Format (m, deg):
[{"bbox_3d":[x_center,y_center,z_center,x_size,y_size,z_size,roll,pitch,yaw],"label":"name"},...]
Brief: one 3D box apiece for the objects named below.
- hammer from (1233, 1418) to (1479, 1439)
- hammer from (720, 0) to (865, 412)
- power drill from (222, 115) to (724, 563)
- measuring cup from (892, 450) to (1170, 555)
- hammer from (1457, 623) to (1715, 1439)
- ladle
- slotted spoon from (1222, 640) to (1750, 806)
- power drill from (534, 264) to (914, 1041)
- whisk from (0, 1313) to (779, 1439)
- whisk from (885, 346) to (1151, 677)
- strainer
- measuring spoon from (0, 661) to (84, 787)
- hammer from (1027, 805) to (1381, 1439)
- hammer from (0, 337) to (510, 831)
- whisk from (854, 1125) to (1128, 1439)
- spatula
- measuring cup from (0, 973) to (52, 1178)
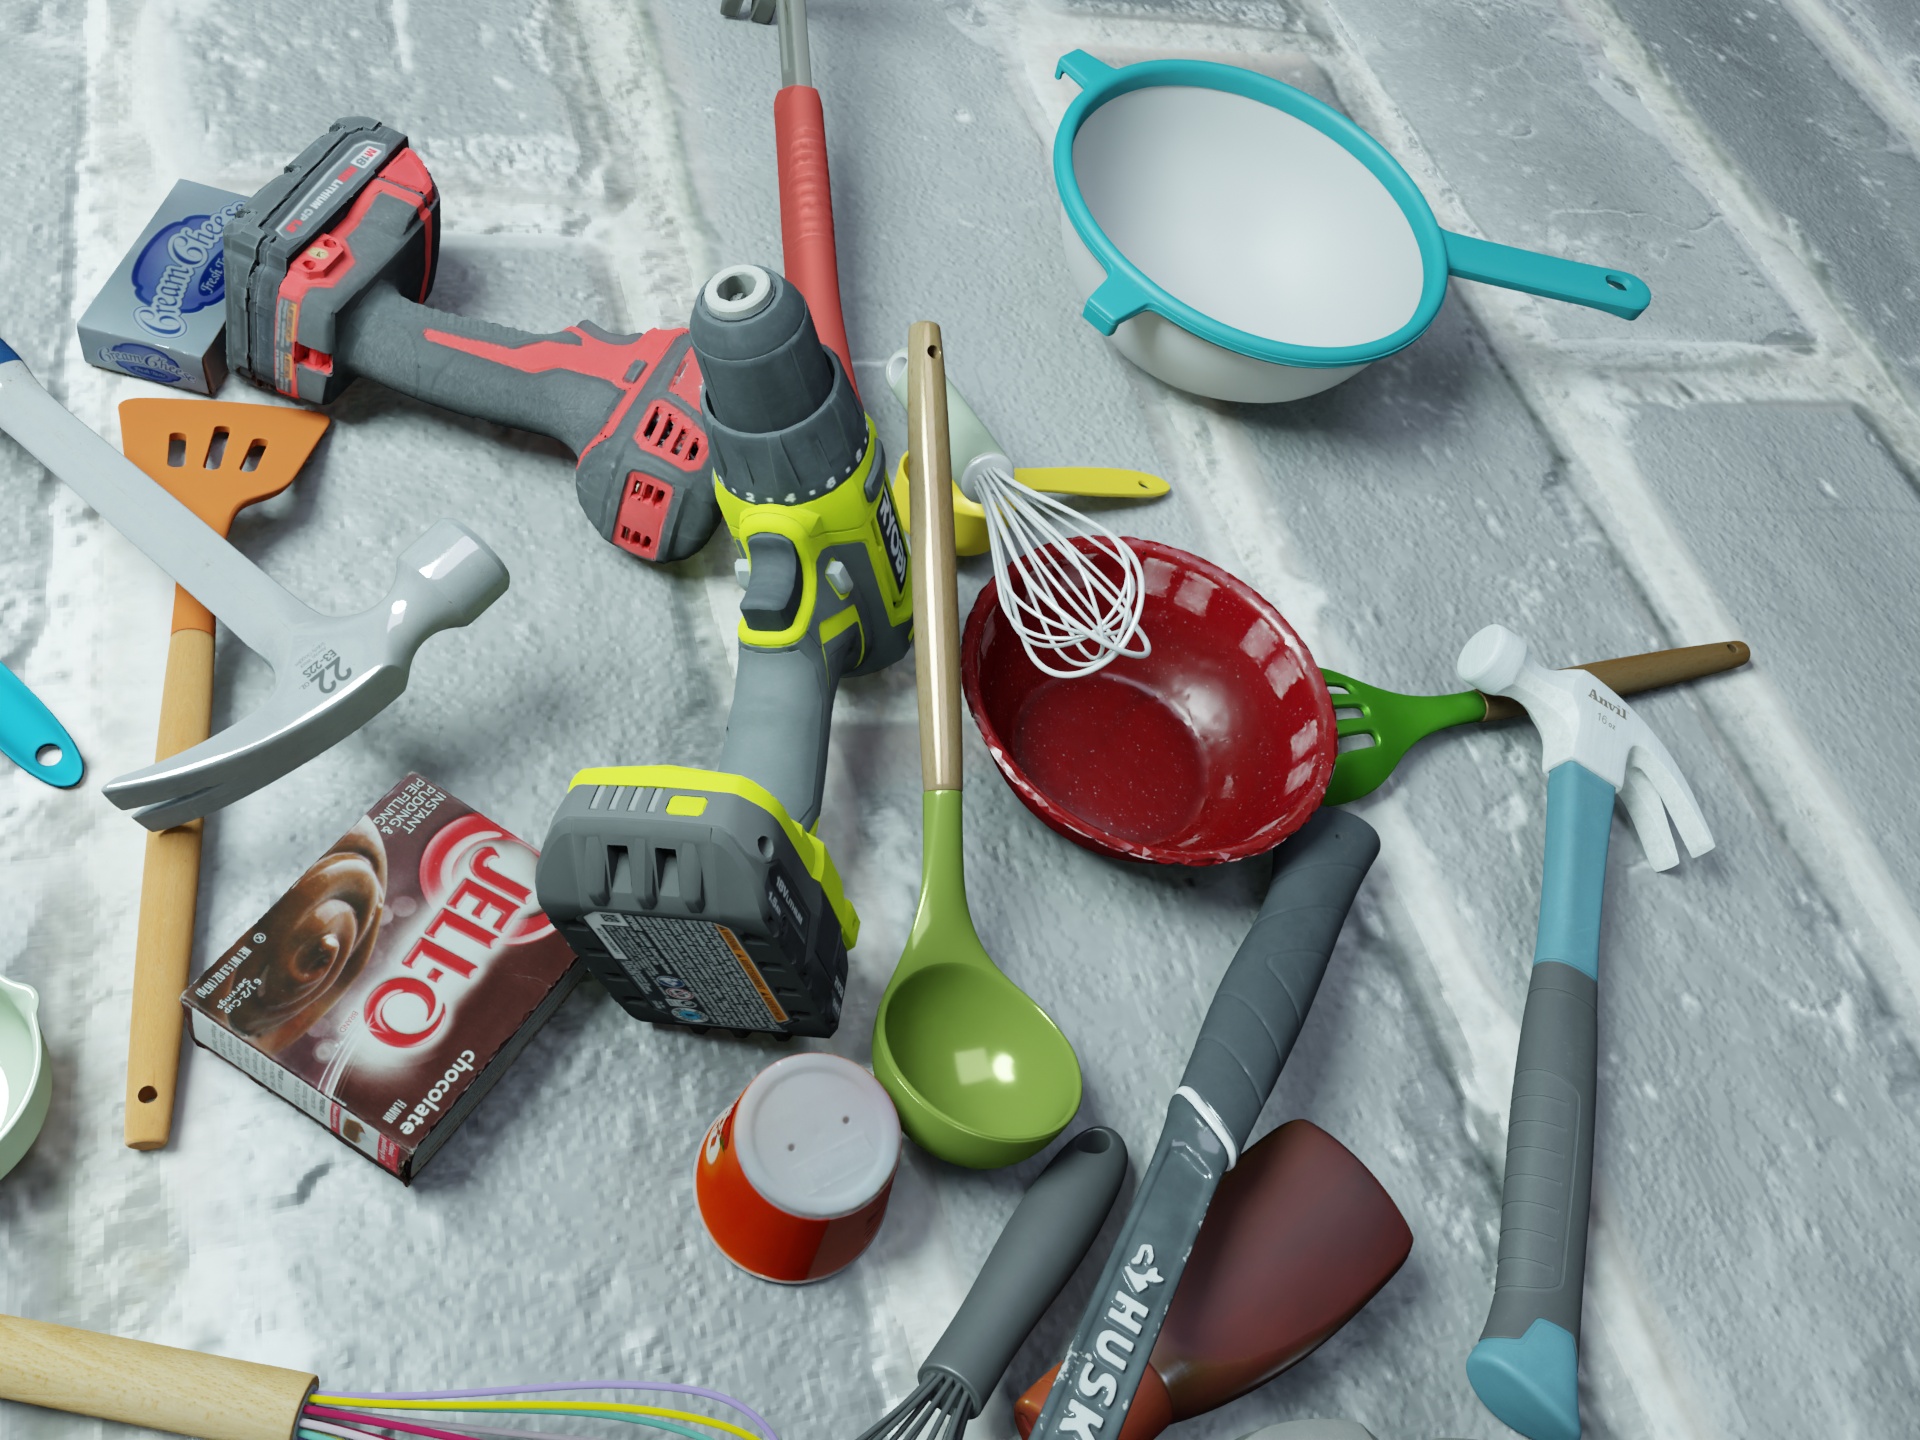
[{"bbox_3d":[0.109,0.369,0.434,0.130,0.031,0.332,10,54,-12],"label":"hammer"},{"bbox_3d":[-0.082,-0.278,0.793,0.036,0.149,0.359,3,67,-21],"label":"hammer"},{"bbox_3d":[-0.185,-0.164,0.685,0.219,0.078,0.143,24,49,-5],"label":"power drill"},{"bbox_3d":[0.036,-0.102,0.749,0.156,0.029,0.062,-6,45,-36],"label":"measuring cup"},{"bbox_3d":[0.242,0.115,0.642,0.128,0.033,0.331,29,55,-13],"label":"hammer"},{"bbox_3d":[-0.001,-0.002,0.583,0.078,0.062,0.320,6,75,-32],"label":"ladle"},{"bbox_3d":[0.263,-0.013,0.754,0.313,0.031,0.070,-9,61,-25],"label":"slotted spoon"},{"bbox_3d":[-0.071,-0.023,0.556,0.080,0.190,0.229,3,58,12],"label":"power drill"},{"bbox_3d":[-0.167,0.207,0.456,0.245,0.047,0.051,13,41,-4],"label":"whisk"},{"bbox_3d":[0.015,-0.097,0.667,0.059,0.057,0.247,20,26,-35],"label":"whisk"},{"bbox_3d":[0.197,-0.229,0.843,0.340,0.095,0.211,7,57,-16],"label":"strainer"},{"bbox_3d":[-0.358,-0.020,0.570,0.128,0.021,0.042,44,64,4],"label":"measuring spoon"},{"bbox_3d":[0.078,0.149,0.516,0.149,0.036,0.409,30,40,8],"label":"hammer"},{"bbox_3d":[-0.358,-0.116,0.592,0.406,0.035,0.144,36,69,17],"label":"hammer"},{"bbox_3d":[0.000,0.205,0.487,0.055,0.055,0.239,36,40,9],"label":"whisk"},{"bbox_3d":[-0.279,-0.004,0.578,0.081,0.041,0.323,1,60,-19],"label":"spatula"},{"bbox_3d":[-0.345,0.082,0.487,0.168,0.038,0.083,43,55,16],"label":"measuring cup"}]
